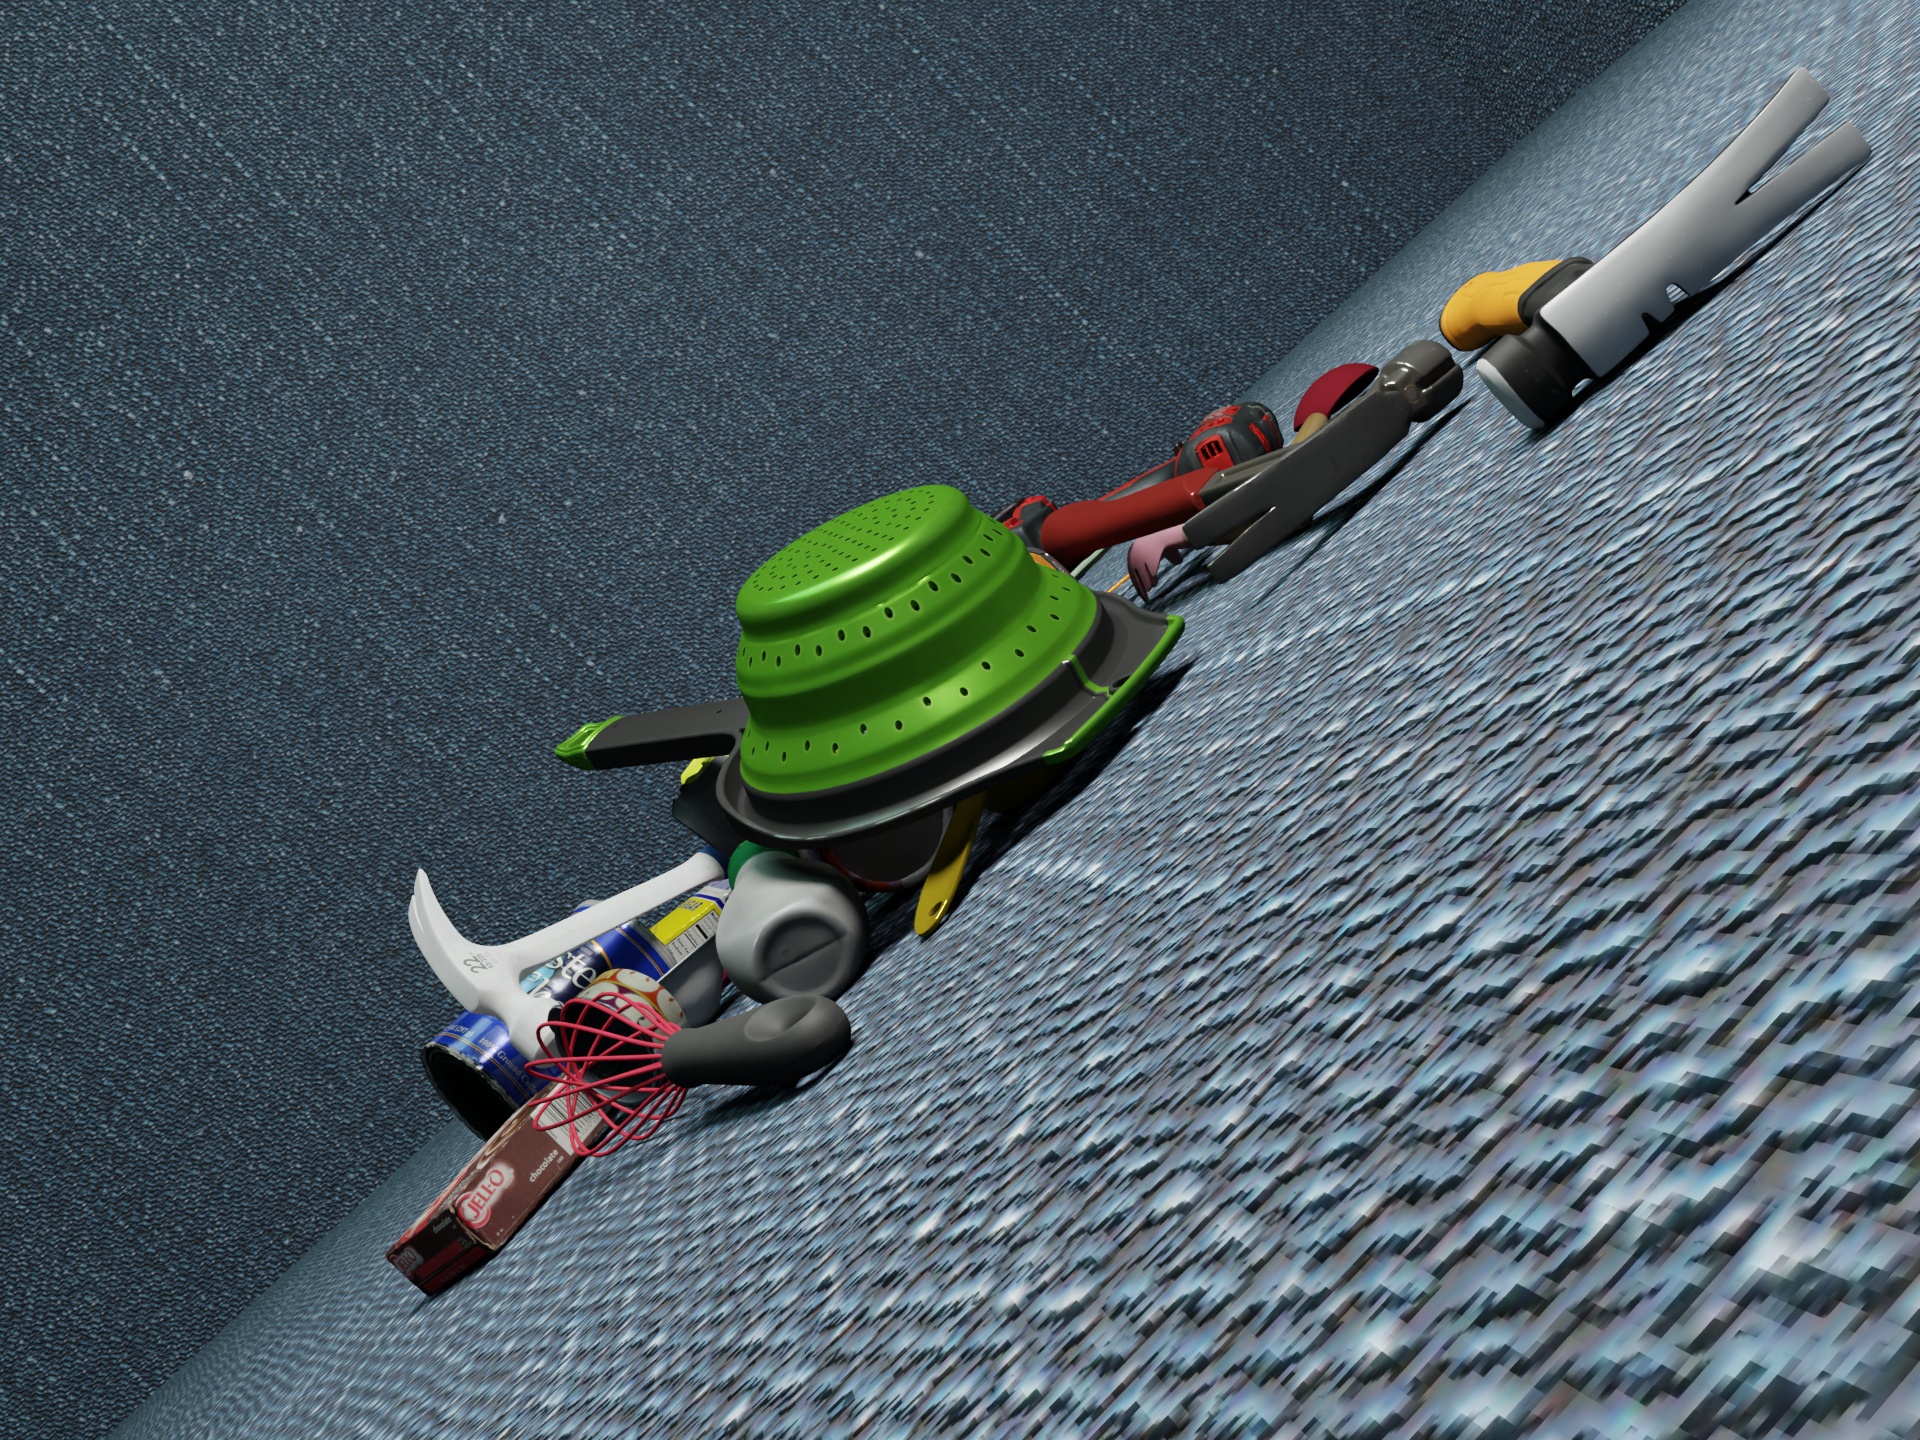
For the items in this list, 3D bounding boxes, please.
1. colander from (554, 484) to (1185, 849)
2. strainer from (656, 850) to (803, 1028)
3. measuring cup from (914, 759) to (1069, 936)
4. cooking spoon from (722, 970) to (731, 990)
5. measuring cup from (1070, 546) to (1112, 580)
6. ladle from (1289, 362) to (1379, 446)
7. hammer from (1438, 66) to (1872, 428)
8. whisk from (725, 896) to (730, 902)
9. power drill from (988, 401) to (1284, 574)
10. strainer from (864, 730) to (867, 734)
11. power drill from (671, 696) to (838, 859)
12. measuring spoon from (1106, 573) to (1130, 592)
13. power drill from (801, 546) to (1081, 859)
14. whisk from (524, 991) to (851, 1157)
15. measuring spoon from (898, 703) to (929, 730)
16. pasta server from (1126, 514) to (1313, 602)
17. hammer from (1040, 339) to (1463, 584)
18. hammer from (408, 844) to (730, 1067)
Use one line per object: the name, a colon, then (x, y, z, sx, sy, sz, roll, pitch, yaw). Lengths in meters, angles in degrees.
colander: (-0.090, -0.032, 0.752, 0.397, 0.094, 0.204, -7, 29, 43)
strainer: (-0.133, 0.122, 0.967, 0.087, 0.050, 0.258, -45, 3, 42)
measuring cup: (0.013, 0.043, 0.659, 0.062, 0.029, 0.157, -35, 19, 34)
cooking spoon: (-0.172, 0.182, 0.977, 0.319, 0.017, 0.069, -44, 20, -24)
measuring cup: (0.065, -0.061, 1.044, 0.167, 0.038, 0.083, -46, 9, 24)
ladle: (0.219, -0.177, 0.991, 0.069, 0.031, 0.315, -40, 6, 30)
hammer: (0.244, -0.178, 0.645, 0.127, 0.034, 0.337, -42, 3, 15)
whisk: (-0.094, 0.108, 0.827, 0.055, 0.055, 0.239, -43, 8, -5)
power drill: (0.128, -0.159, 1.142, 0.226, 0.080, 0.188, -26, 10, 23)
strainer: (-0.036, -0.031, 1.169, 0.256, 0.069, 0.151, 130, 163, -83)
power drill: (-0.104, 0.006, 0.965, 0.171, 0.080, 0.223, -54, 5, -11)
measuring spoon: (0.140, -0.115, 1.242, 0.117, 0.011, 0.021, -39, 2, -7)
power drill: (-0.001, -0.003, 0.903, 0.185, 0.084, 0.226, -43, 7, 18)
whisk: (-0.117, 0.138, 0.645, 0.073, 0.073, 0.296, -44, 10, -32)
measuring spoon: (-0.059, 0.022, 0.813, 0.124, 0.018, 0.034, -39, 41, 38)
pasta server: (0.145, -0.101, 0.901, 0.060, 0.040, 0.316, -42, 7, -3)
hammer: (0.109, -0.111, 0.839, 0.149, 0.036, 0.359, -38, 10, -14)
hammer: (-0.178, 0.096, 1.056, 0.405, 0.144, 0.035, -25, -36, -54)
